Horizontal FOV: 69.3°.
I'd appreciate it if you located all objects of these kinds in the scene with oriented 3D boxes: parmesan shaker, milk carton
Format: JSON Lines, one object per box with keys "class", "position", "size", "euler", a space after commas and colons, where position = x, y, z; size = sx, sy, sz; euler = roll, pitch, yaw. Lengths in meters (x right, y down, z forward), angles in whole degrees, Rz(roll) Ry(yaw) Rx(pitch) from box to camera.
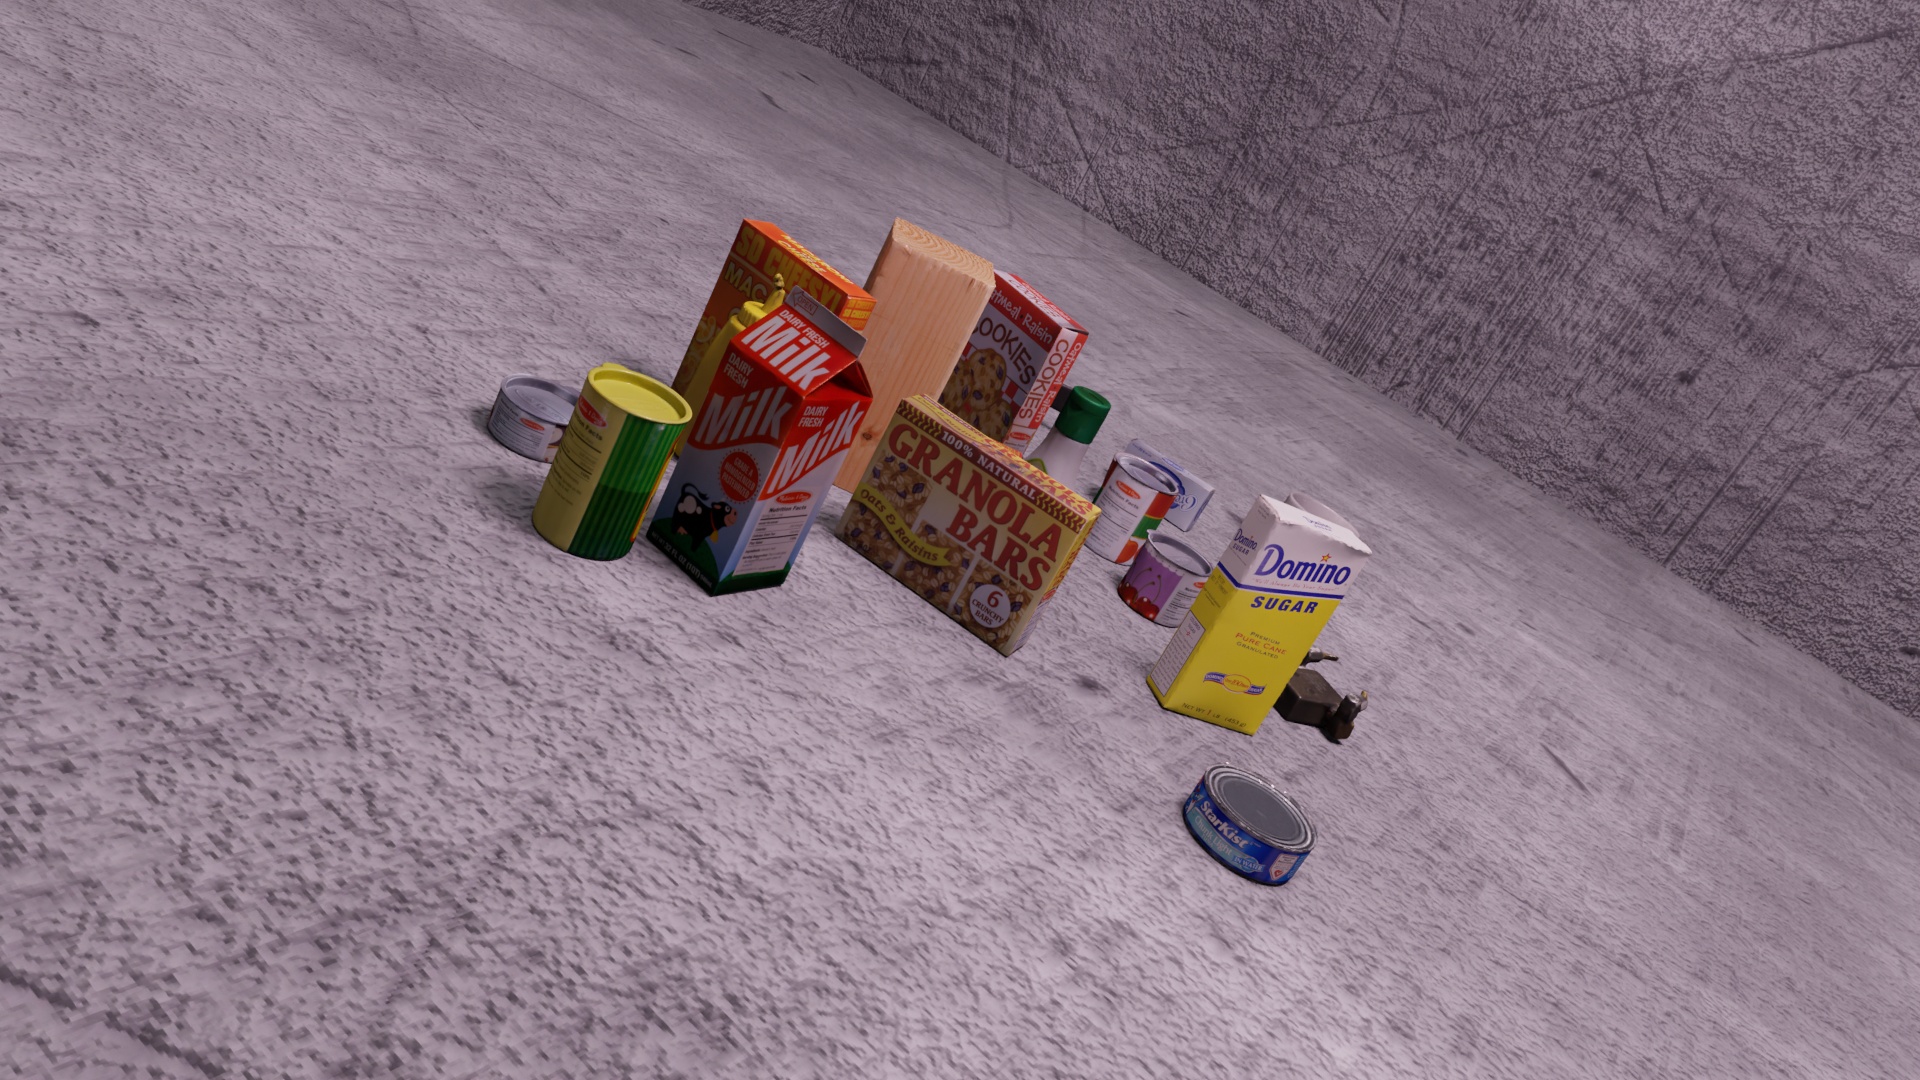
{"class": "parmesan shaker", "position": [-0.219, -0.049, 0.863], "size": [0.071, 0.102, 0.071], "euler": [25, 21, -10]}
{"class": "milk carton", "position": [-0.123, -0.064, 0.895], "size": [0.072, 0.189, 0.073], "euler": [39, 23, 25]}

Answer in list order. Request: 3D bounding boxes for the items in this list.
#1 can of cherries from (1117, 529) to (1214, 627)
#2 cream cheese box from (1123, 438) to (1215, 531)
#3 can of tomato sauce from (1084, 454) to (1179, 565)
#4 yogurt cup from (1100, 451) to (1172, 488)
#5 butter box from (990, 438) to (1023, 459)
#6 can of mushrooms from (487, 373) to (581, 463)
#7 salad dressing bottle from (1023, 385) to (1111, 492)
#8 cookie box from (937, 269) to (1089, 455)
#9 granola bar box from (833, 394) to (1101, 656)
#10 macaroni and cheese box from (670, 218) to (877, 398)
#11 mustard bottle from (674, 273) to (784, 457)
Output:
{"class": "can of cherries", "position": [0.179, 0.033, 1.225], "size": [0.071, 0.058, 0.072], "euler": [25, 21, -10]}
{"class": "cream cheese box", "position": [0.214, -0.059, 1.484], "size": [0.104, 0.053, 0.024], "euler": [35, 22, 17]}
{"class": "can of tomato sauce", "position": [0.157, -0.028, 1.302], "size": [0.071, 0.082, 0.071], "euler": [25, 21, -10]}
{"class": "yogurt cup", "position": [0.174, -0.051, 1.415], "size": [0.072, 0.053, 0.073], "euler": [25, 21, -10]}
{"class": "butter box", "position": [0.000, -0.076, 1.260], "size": [0.103, 0.053, 0.024], "euler": [25, 21, -8]}
{"class": "can of mushrooms", "position": [-0.287, -0.084, 0.955], "size": [0.071, 0.033, 0.071], "euler": [24, 22, -10]}
{"class": "salad dressing bottle", "position": [0.079, -0.062, 1.196], "size": [0.044, 0.147, 0.064], "euler": [3, 32, -49]}
{"class": "cookie box", "position": [0.039, -0.160, 1.341], "size": [0.040, 0.166, 0.123], "euler": [8, 29, -43]}
{"class": "granola bar box", "position": [0.004, -0.013, 1.025], "size": [0.166, 0.123, 0.039], "euler": [35, 22, 15]}
{"class": "macaroni and cheese box", "position": [-0.150, -0.147, 1.081], "size": [0.124, 0.165, 0.040], "euler": [39, 23, 25]}
{"class": "mustard bottle", "position": [-0.160, -0.123, 1.025], "size": [0.065, 0.159, 0.049], "euler": [38, 23, 23]}
